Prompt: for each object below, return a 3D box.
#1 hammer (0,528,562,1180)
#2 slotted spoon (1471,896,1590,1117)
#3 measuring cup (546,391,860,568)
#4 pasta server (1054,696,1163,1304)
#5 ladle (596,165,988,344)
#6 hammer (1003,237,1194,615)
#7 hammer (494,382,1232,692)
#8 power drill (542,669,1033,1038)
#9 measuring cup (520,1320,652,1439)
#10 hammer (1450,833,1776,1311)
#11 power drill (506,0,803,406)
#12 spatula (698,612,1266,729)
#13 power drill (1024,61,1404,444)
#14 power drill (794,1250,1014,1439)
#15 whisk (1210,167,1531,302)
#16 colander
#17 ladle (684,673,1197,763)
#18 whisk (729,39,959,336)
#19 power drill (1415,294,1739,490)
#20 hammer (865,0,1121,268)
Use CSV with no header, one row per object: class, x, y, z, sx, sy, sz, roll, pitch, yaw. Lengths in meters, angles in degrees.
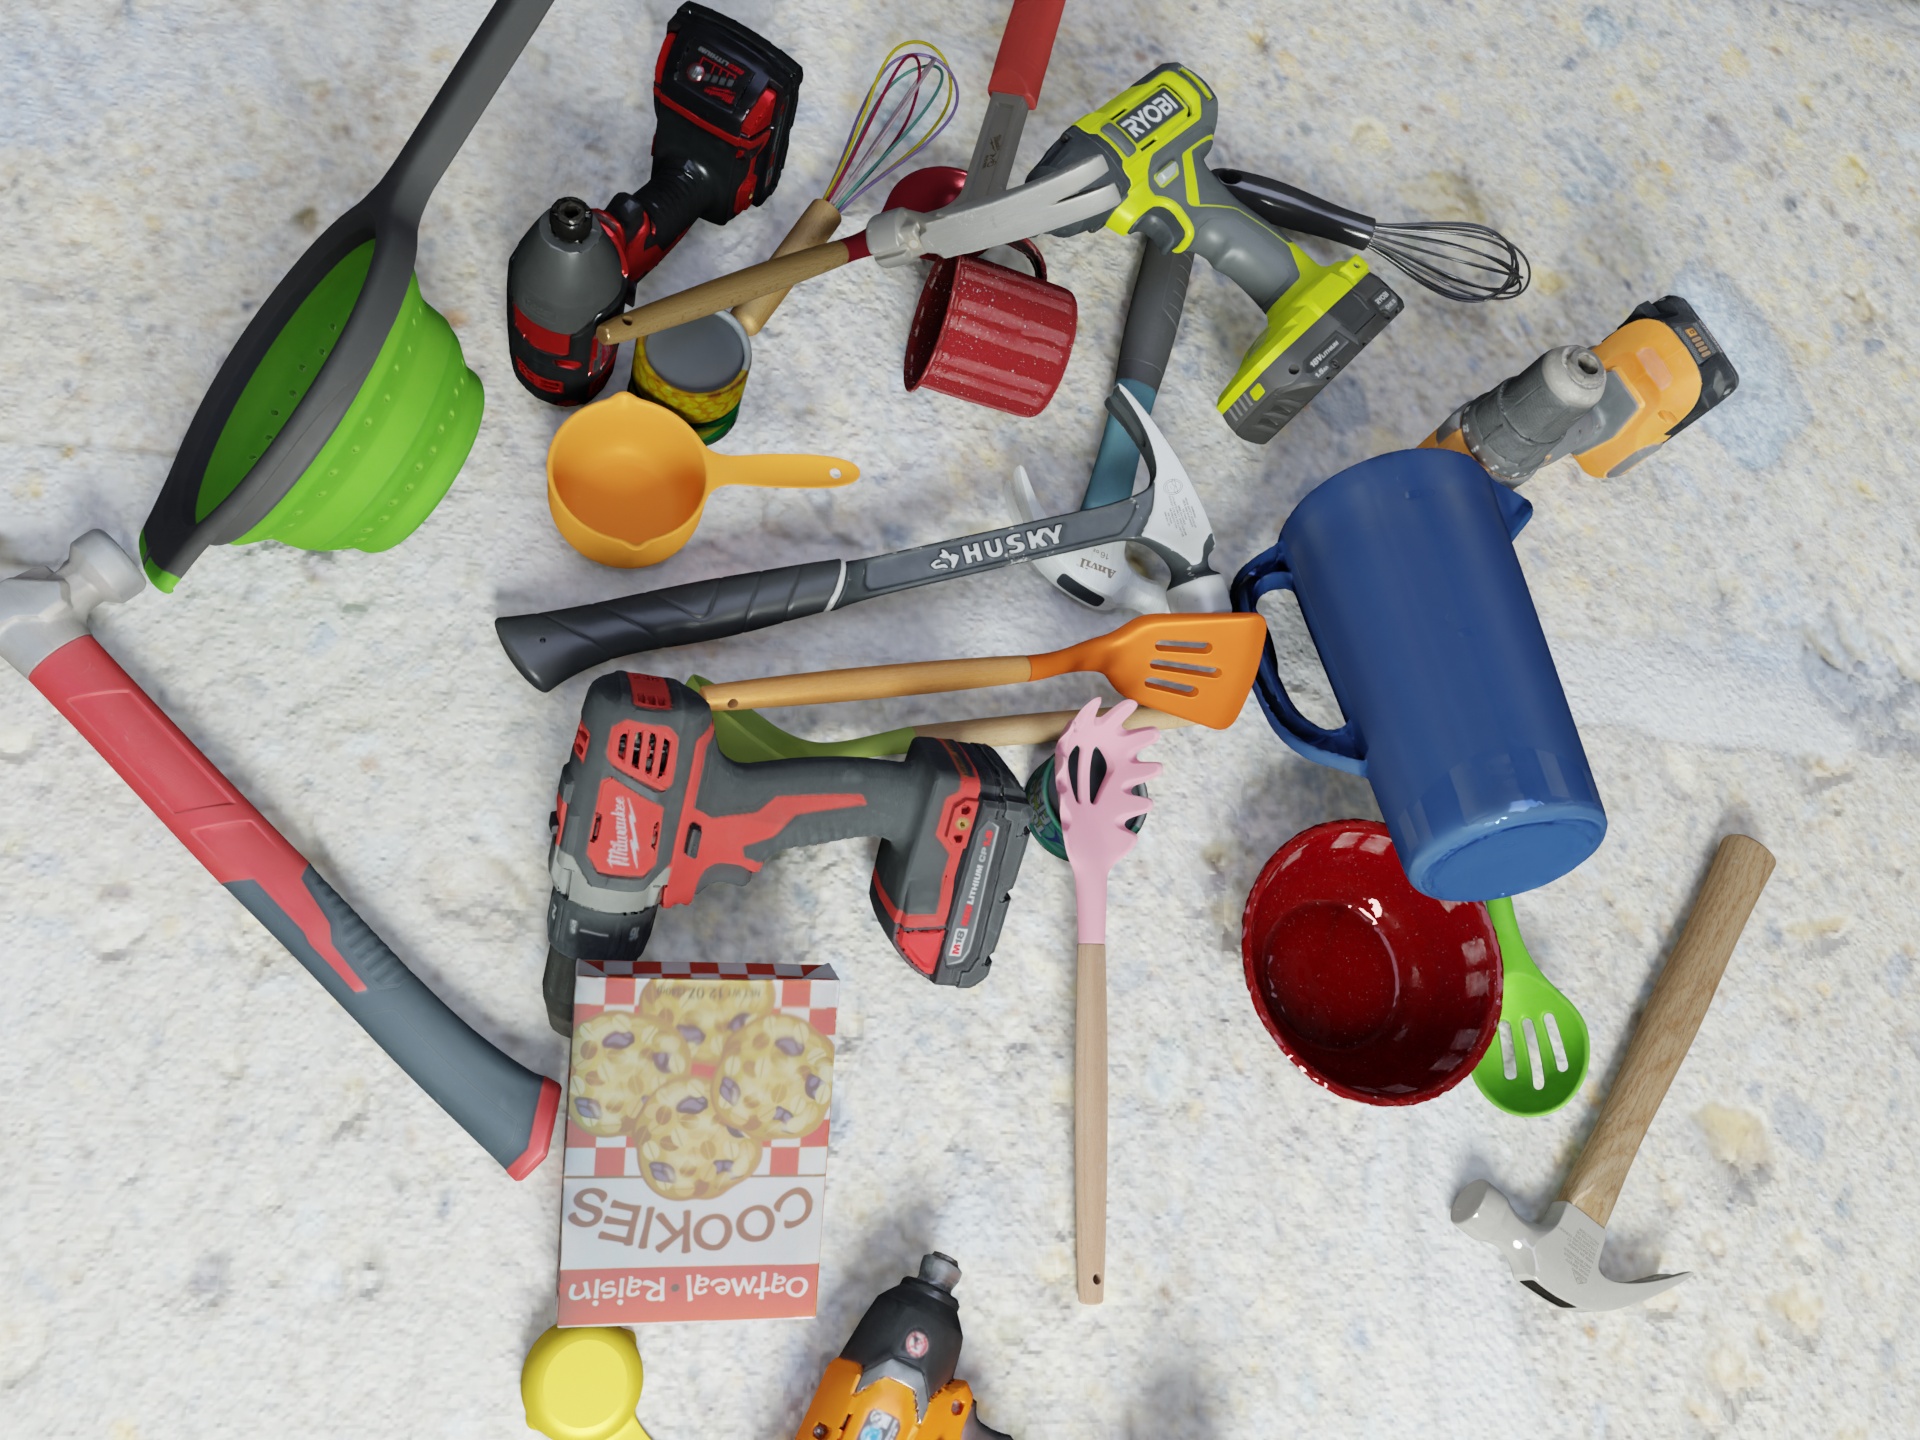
hammer,-0.348,0.086,0.770,0.386,0.038,0.143,45,67,3
slotted spoon,0.325,0.083,0.966,0.031,0.070,0.314,30,51,-52
measuring cup,-0.146,-0.130,0.897,0.173,0.052,0.095,-3,72,-19
pasta server,0.073,0.146,0.847,0.060,0.040,0.316,5,80,-23
ladle,-0.087,-0.268,0.934,0.315,0.031,0.069,-34,84,-40
hammer,0.116,-0.221,1.014,0.128,0.033,0.331,20,67,-10
hammer,-0.052,-0.086,0.894,0.409,0.036,0.149,-13,83,-14
power drill,-0.095,0.080,0.799,0.226,0.080,0.188,9,109,-20
measuring cup,-0.146,0.348,0.740,0.062,0.029,0.156,-37,83,-24
hammer,0.419,0.203,0.955,0.130,0.031,0.331,38,65,0
power drill,-0.178,-0.291,0.894,0.078,0.143,0.220,30,64,-2
spatula,0.018,-0.022,0.861,0.322,0.081,0.041,-6,38,-26
power drill,0.150,-0.288,0.989,0.223,0.080,0.171,46,61,1
power drill,0.032,0.370,0.759,0.226,0.084,0.164,27,66,-2
whisk,0.281,-0.339,1.096,0.239,0.055,0.055,16,68,-6
colander,-0.266,-0.222,0.809,0.094,0.205,0.397,33,90,-37
ladle,-0.001,-0.003,0.892,0.320,0.078,0.062,-5,113,-22
whisk,-0.075,-0.336,0.993,0.051,0.047,0.245,21,68,26
power drill,0.387,-0.196,1.003,0.226,0.185,0.084,-24,78,-25
hammer,0.046,-0.412,0.994,0.149,0.036,0.359,-9,47,25
